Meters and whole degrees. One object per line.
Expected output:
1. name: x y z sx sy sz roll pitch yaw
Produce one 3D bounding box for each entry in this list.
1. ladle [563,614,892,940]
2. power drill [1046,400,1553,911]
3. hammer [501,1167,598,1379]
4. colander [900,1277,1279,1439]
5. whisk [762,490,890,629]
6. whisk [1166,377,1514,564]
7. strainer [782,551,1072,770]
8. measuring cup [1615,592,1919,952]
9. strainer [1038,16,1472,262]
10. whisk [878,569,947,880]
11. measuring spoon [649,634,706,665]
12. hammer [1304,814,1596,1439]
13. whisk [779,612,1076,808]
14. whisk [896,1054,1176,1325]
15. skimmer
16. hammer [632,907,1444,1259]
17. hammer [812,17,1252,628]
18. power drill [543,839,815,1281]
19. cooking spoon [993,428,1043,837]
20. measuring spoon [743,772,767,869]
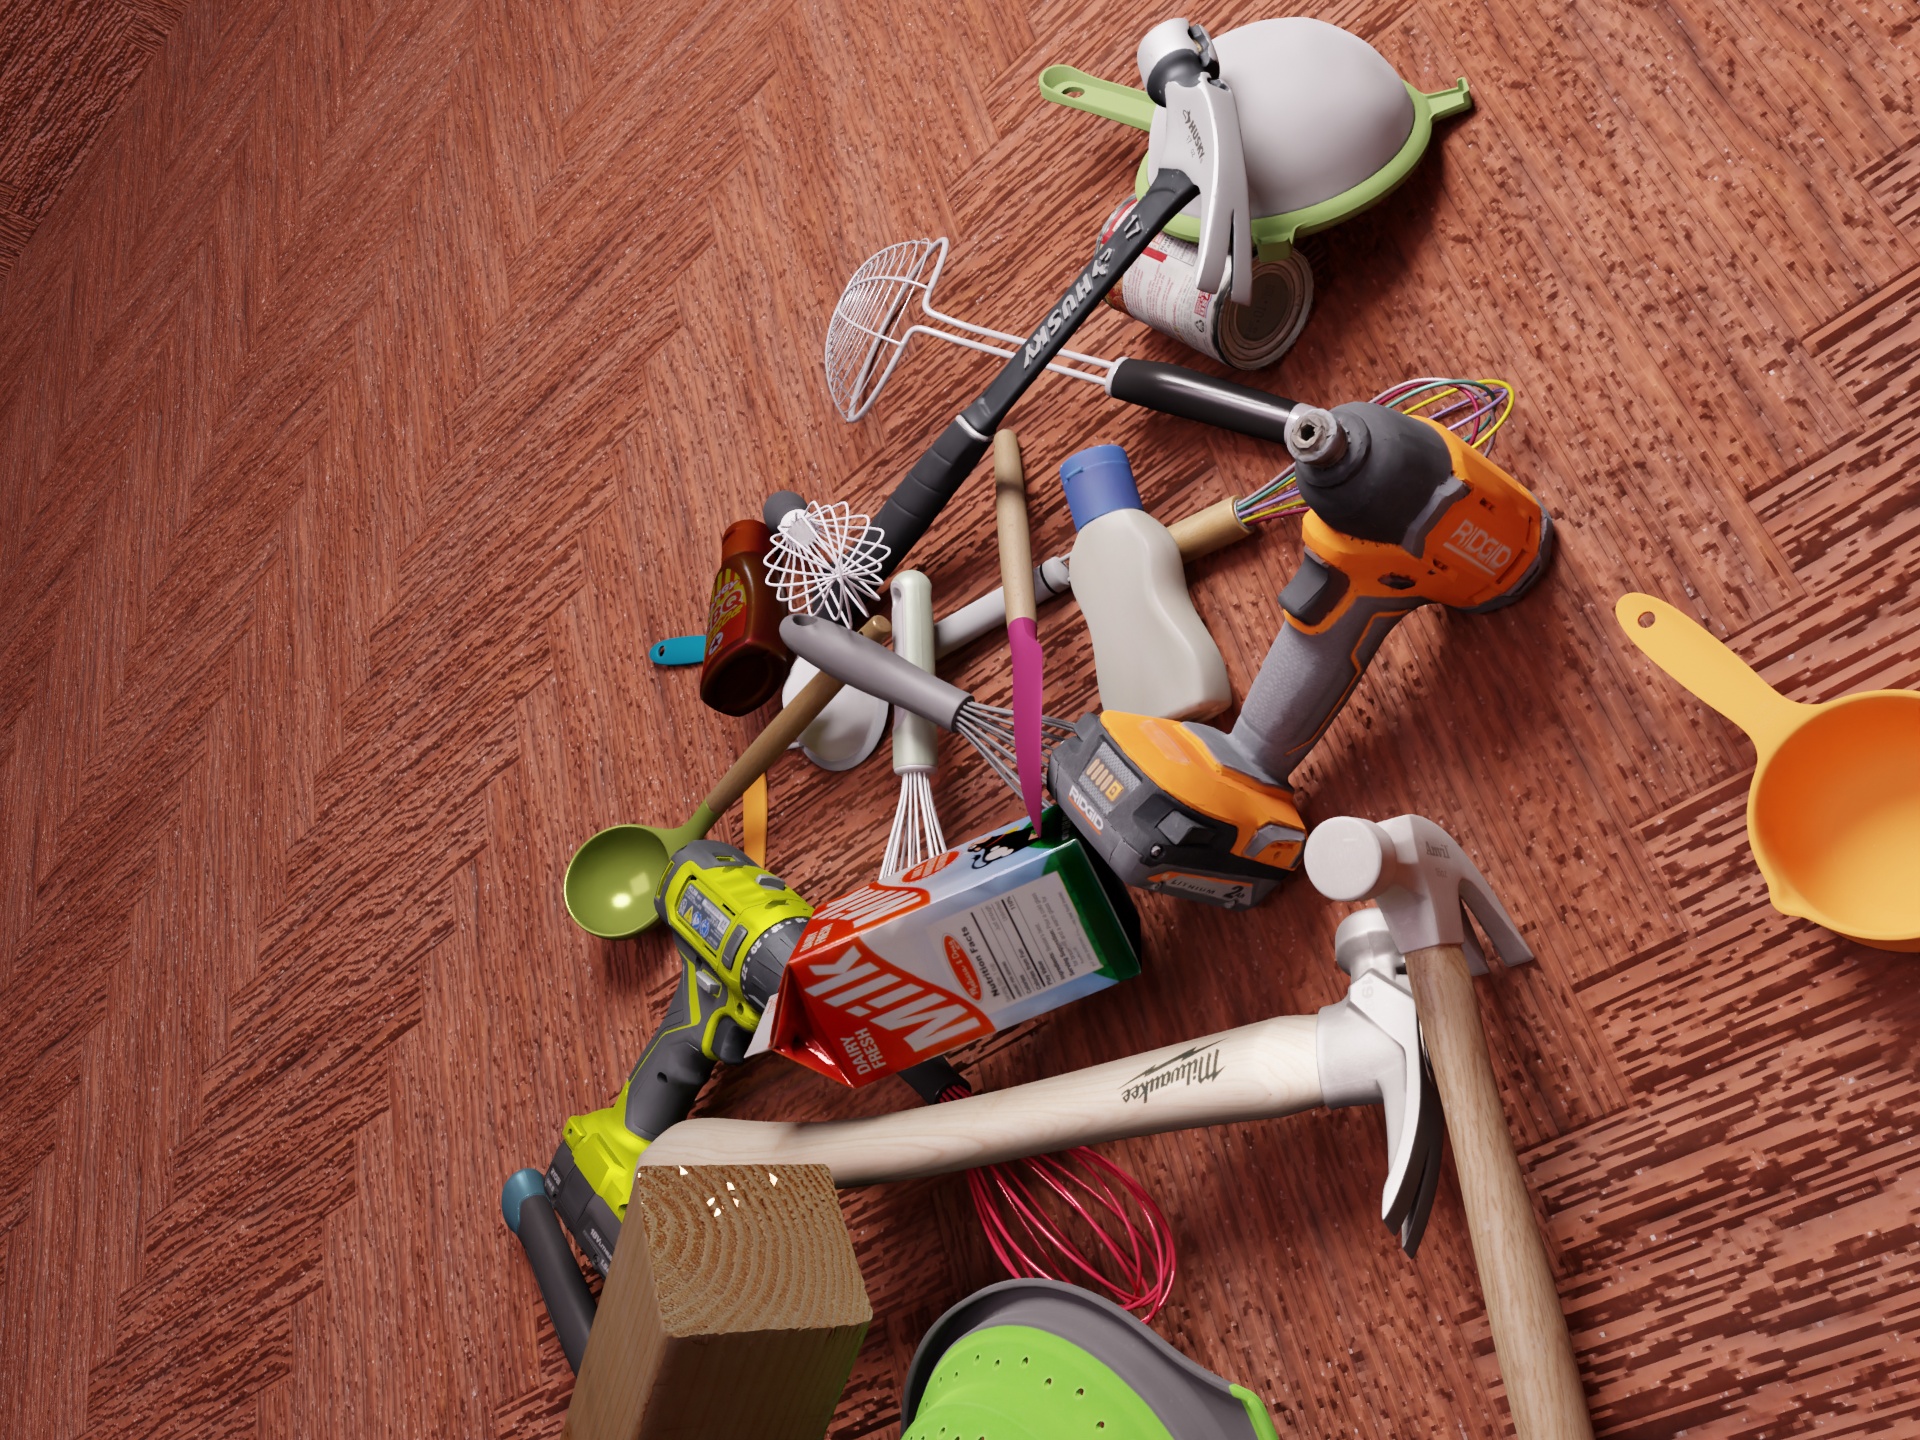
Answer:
1. ladle: -0.145 0.036 0.961 0.320 0.062 0.078 -44 55 36
2. power drill: 0.139 -0.030 0.684 0.226 0.164 0.084 -54 49 17
3. hammer: -0.207 0.387 0.922 0.331 0.033 0.128 44 130 47
4. colander: -0.029 0.371 0.709 0.397 0.094 0.204 -25 78 43
5. whisk: -0.091 -0.109 0.937 0.070 0.070 0.285 -61 18 7
6. whisk: 0.156 -0.108 0.782 0.245 0.051 0.047 -23 66 39
7. strainer: -0.030 -0.040 0.932 0.258 0.050 0.087 -28 73 29
8. measuring cup: 0.312 0.012 0.586 0.095 0.052 0.174 -50 46 17
9. strainer: 0.123 -0.331 0.828 0.151 0.069 0.257 -41 48 -15
10. whisk: -0.025 0.035 0.872 0.058 0.059 0.246 149 122 -64
11. measuring spoon: -0.176 -0.052 1.081 0.129 0.021 0.042 -3 73 40
12. hammer: 0.204 0.198 0.589 0.031 0.130 0.331 -21 72 35
13. whisk: -0.002 -0.001 0.834 0.239 0.055 0.055 28 94 23
14. whisk: 0.005 0.201 0.799 0.296 0.073 0.073 36 100 50
15. skimmer: 0.055 -0.200 0.918 0.363 0.090 0.127 25 89 35
16. hammer: 0.013 0.193 0.722 0.410 0.038 0.146 -18 38 27
17. hammer: 0.019 -0.164 0.850 0.408 0.036 0.149 -45 45 46
18. power drill: -0.139 0.202 0.902 0.191 0.080 0.228 31 99 49
19. cooking spoon: 0.030 -0.063 0.824 0.017 0.068 0.319 -2 41 0
20. measuring spoon: -0.132 0.076 1.001 0.021 0.011 0.117 -20 62 37
